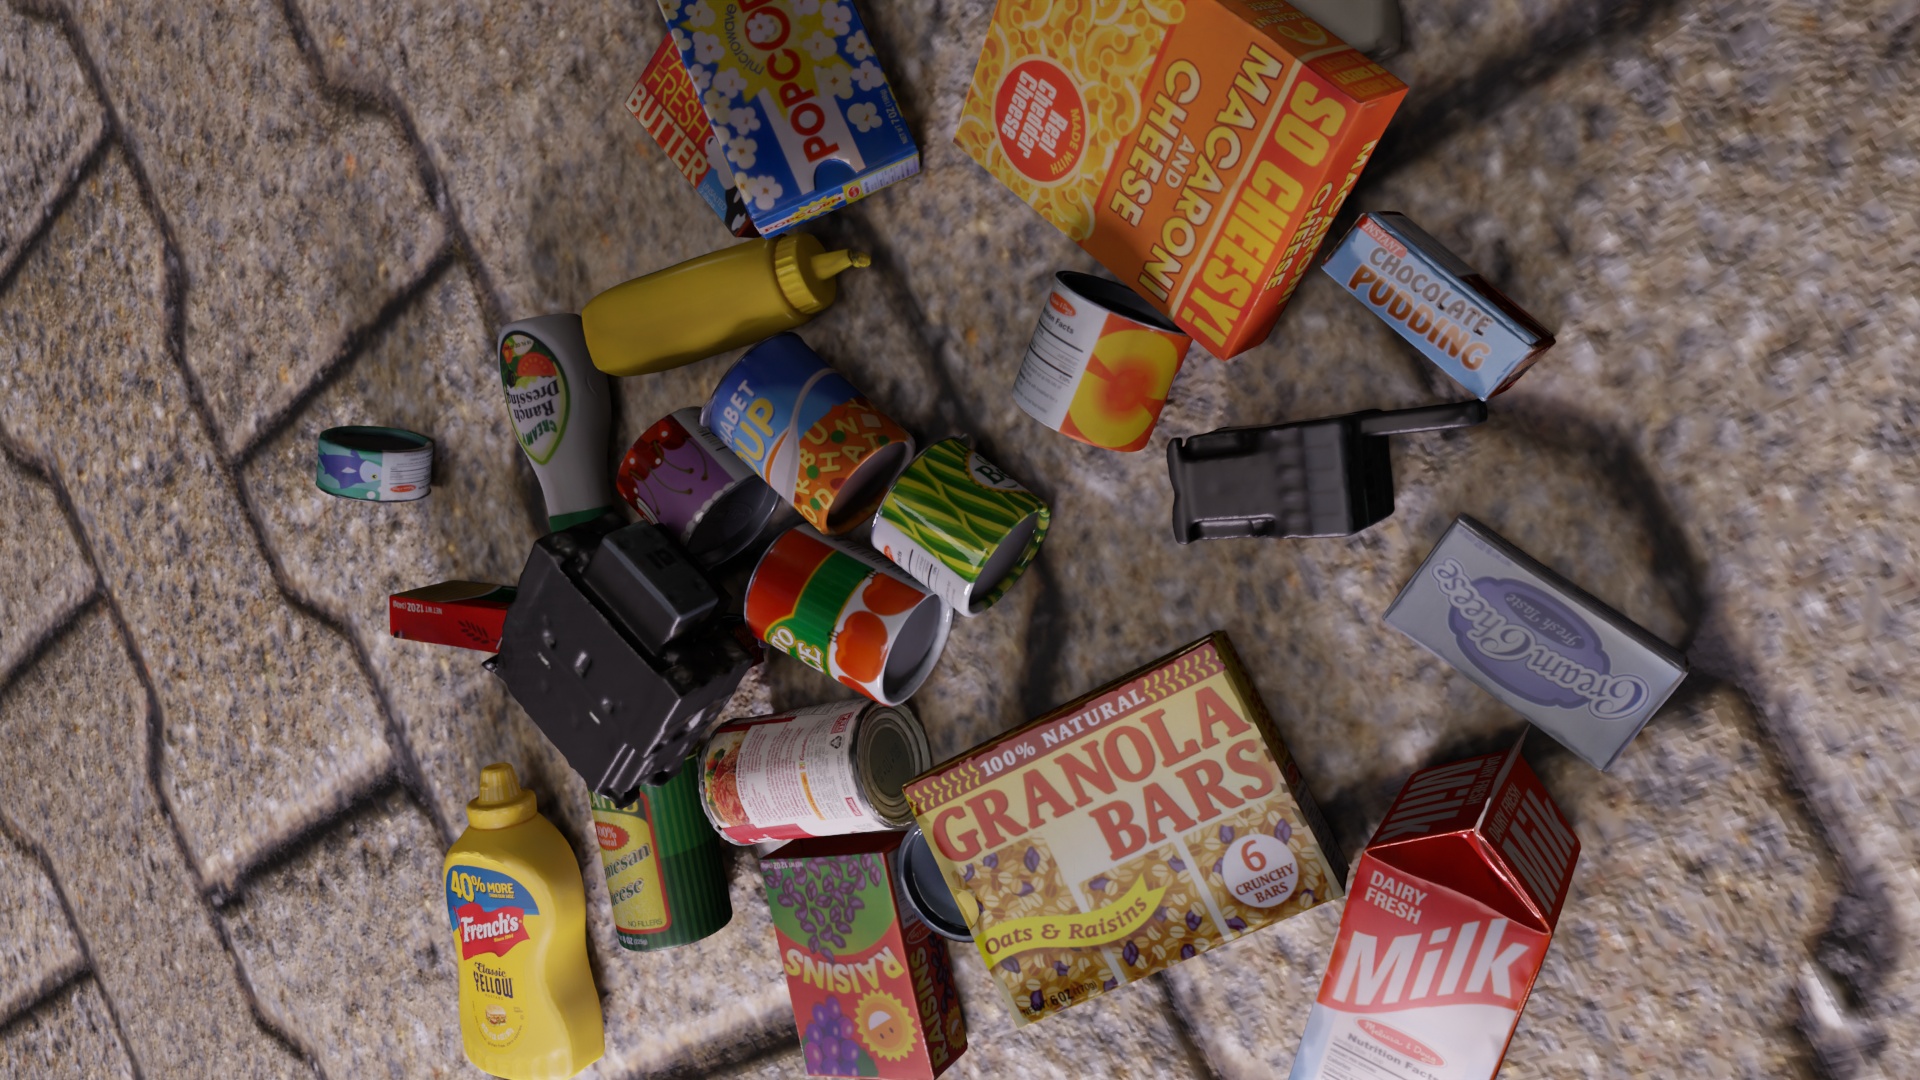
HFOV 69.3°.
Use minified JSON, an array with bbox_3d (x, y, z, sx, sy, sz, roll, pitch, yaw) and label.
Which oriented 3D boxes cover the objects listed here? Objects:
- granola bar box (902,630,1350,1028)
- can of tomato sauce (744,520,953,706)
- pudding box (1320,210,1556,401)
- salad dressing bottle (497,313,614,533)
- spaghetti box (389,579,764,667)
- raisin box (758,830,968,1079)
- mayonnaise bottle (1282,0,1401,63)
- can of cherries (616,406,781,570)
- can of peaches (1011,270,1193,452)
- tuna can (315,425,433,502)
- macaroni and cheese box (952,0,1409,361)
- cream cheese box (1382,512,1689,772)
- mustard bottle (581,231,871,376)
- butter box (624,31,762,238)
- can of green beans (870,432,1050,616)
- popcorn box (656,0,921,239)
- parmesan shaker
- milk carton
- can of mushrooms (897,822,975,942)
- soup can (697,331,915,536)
[{"bbox_3d":[0.072,0.132,0.633,0.165,0.039,0.124,-28,84,16],"label":"granola bar box"},{"bbox_3d":[-0.056,0.038,0.695,0.083,0.071,0.071,25,110,23],"label":"can of tomato sauce"},{"bbox_3d":[0.187,-0.093,0.543,0.084,0.050,0.030,44,119,16],"label":"pudding box"},{"bbox_3d":[-0.223,-0.052,0.788,0.064,0.044,0.147,-9,95,32],"label":"salad dressing bottle"},{"bbox_3d":[-0.227,0.051,0.805,0.250,0.050,0.028,5,103,29],"label":"spaghetti box"},{"bbox_3d":[-0.052,0.221,0.742,0.086,0.040,0.123,-11,92,30],"label":"raisin box"},{"bbox_3d":[0.128,-0.257,0.553,0.064,0.041,0.148,-13,91,36],"label":"mayonnaise bottle"},{"bbox_3d":[-0.139,-0.026,0.730,0.058,0.072,0.071,43,117,17],"label":"can of cherries"},{"bbox_3d":[0.064,-0.078,0.608,0.071,0.071,0.057,31,113,22],"label":"can of peaches"},{"bbox_3d":[-0.362,-0.048,0.855,0.071,0.071,0.032,18,106,26],"label":"tuna can"},{"bbox_3d":[0.081,-0.173,0.566,0.167,0.040,0.123,44,137,21],"label":"macaroni and cheese box"},{"bbox_3d":[0.229,0.039,0.557,0.104,0.024,0.053,38,116,19],"label":"cream cheese box"},{"bbox_3d":[-0.114,-0.124,0.705,0.160,0.065,0.048,-14,94,24],"label":"mustard bottle"},{"bbox_3d":[-0.125,-0.210,0.715,0.103,0.024,0.053,50,119,13],"label":"butter box"},{"bbox_3d":[0.001,-0.006,0.655,0.058,0.071,0.071,37,115,19],"label":"can of green beans"},{"bbox_3d":[-0.082,-0.219,0.660,0.085,0.038,0.126,-24,86,-1],"label":"popcorn box"},{"bbox_3d":[-0.168,0.171,0.782,0.071,0.071,0.103,-8,95,31],"label":"parmesan shaker"},{"bbox_3d":[0.192,0.167,0.561,0.073,0.072,0.189,21,117,25],"label":"milk carton"},{"bbox_3d":[0.006,0.165,0.702,0.071,0.033,0.071,6,101,29],"label":"can of mushrooms"},{"bbox_3d":[-0.076,-0.051,0.688,0.084,0.071,0.071,42,116,17],"label":"soup can"}]
